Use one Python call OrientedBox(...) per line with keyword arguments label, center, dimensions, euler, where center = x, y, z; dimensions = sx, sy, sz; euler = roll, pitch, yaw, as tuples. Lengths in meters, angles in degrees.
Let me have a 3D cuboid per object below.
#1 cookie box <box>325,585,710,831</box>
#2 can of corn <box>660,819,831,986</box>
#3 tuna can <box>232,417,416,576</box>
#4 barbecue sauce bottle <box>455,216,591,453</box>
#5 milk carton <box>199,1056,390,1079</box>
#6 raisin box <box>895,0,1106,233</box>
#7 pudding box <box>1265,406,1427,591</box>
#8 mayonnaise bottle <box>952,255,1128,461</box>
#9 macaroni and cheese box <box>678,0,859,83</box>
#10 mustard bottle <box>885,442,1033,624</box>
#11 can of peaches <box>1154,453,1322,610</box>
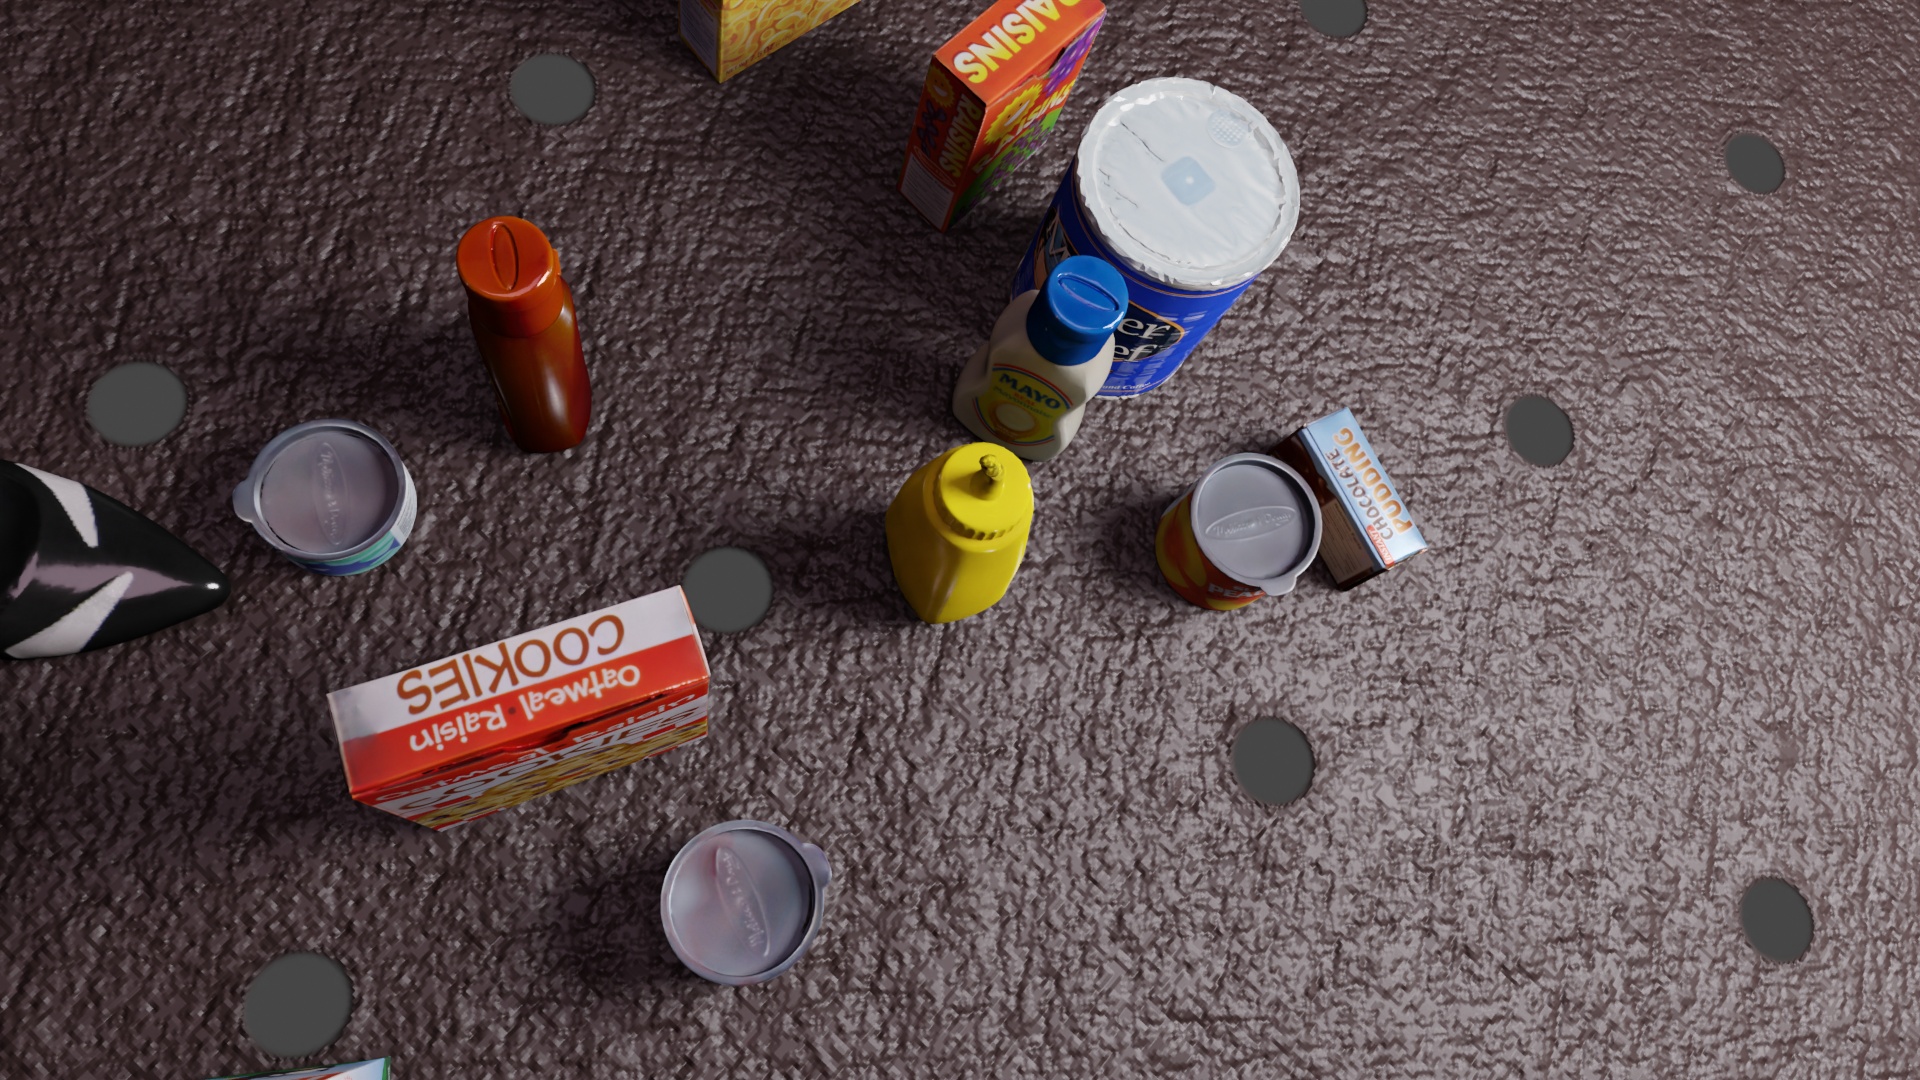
OrientedBox(label="cookie box", center=(-0.163, 0.072, 0.548), dimensions=(0.123, 0.167, 0.040), euler=(-18, 79, -15))
OrientedBox(label="can of corn", center=(-0.092, 0.154, 0.596), dimensions=(0.071, 0.058, 0.071), euler=(3, 74, -10))
OrientedBox(label="tuna can", center=(-0.283, -0.018, 0.622), dimensions=(0.071, 0.032, 0.071), euler=(3, 74, -10))
OrientedBox(label="barbecue sauce bottle", center=(-0.187, -0.089, 0.600), dimensions=(0.044, 0.148, 0.065), euler=(-9, 76, -13))
OrientedBox(label="milk carton", center=(-0.251, 0.224, 0.475), dimensions=(0.073, 0.190, 0.072), euler=(-3, 75, -12))
OrientedBox(label="raisin box", center=(0.017, -0.217, 0.690), dimensions=(0.040, 0.123, 0.086), euler=(45, 72, 3))
OrientedBox(label="pudding box", center=(0.195, -0.021, 0.706), dimensions=(0.030, 0.049, 0.084), euler=(-25, 80, -16))
OrientedBox(label="mayonnaise bottle", center=(0.039, -0.083, 0.642), dimensions=(0.065, 0.147, 0.041), euler=(27, 71, -2))
OrientedBox(label="macaroni and cheese box", center=(-0.079, -0.312, 0.676), dimensions=(0.124, 0.166, 0.040), euler=(-38, 85, -18))
OrientedBox(label="mustard bottle", center=(0.002, -0.008, 0.607), dimensions=(0.049, 0.159, 0.065), euler=(-19, 79, -15))
OrientedBox(label="can of peaches", center=(0.136, -0.001, 0.685), dimensions=(0.071, 0.058, 0.071), euler=(3, 74, -10))
